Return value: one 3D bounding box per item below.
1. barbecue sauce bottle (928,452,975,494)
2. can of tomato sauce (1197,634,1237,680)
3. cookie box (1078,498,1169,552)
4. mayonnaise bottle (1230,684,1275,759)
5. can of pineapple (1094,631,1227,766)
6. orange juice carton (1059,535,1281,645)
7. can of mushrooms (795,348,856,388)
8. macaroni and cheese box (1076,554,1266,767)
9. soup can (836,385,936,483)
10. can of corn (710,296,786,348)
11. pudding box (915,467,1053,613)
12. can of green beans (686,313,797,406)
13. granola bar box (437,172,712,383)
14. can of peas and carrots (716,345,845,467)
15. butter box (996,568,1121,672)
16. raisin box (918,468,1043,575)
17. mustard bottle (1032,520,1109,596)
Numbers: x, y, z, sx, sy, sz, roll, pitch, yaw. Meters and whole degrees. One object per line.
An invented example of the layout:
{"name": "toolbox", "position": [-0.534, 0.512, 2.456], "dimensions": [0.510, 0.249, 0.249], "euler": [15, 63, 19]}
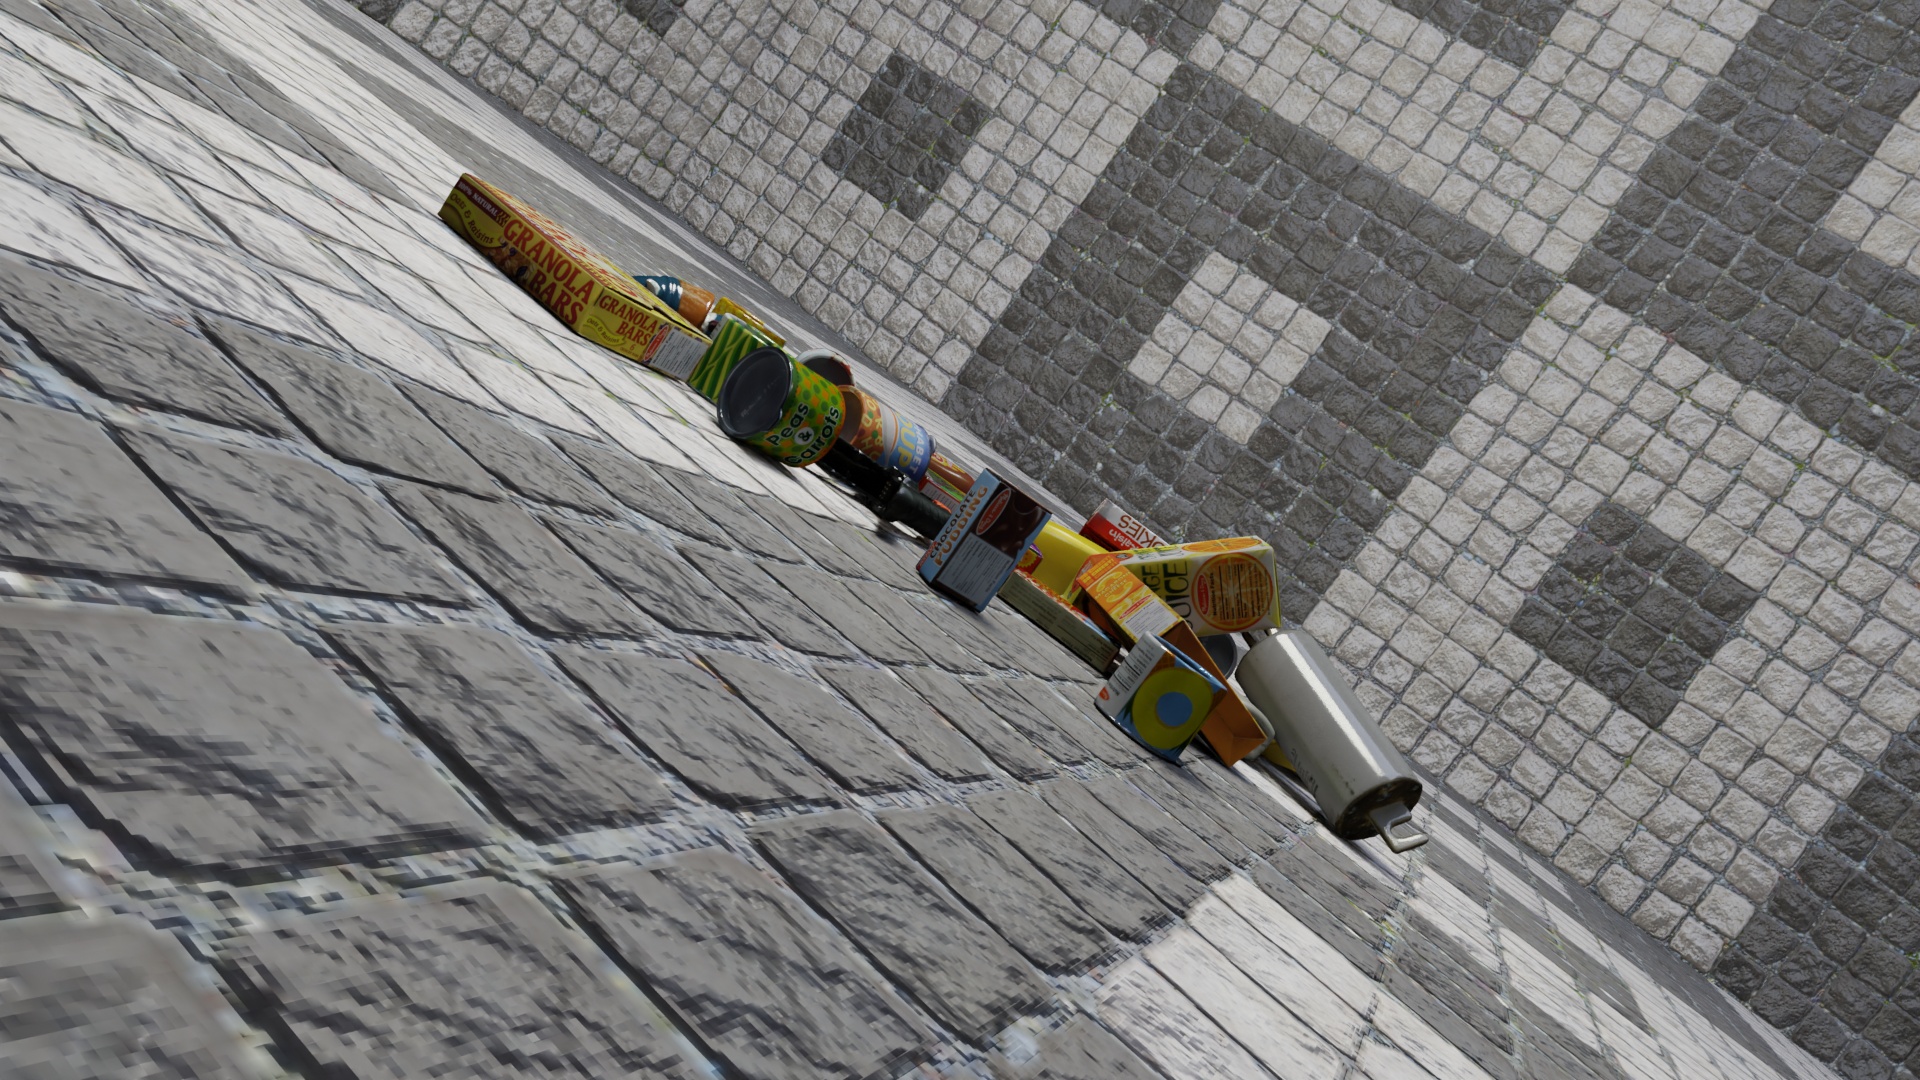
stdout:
{"name": "barbecue sauce bottle", "position": [-0.023, -0.061, 1.358], "dimensions": [0.148, 0.043, 0.065], "euler": [33, 6, -30]}
{"name": "can of tomato sauce", "position": [0.239, 0.110, 1.392], "dimensions": [0.071, 0.071, 0.083], "euler": [36, 5, 4]}
{"name": "cookie box", "position": [0.161, 0.036, 1.352], "dimensions": [0.123, 0.040, 0.167], "euler": [37, -19, 5]}
{"name": "mayonnaise bottle", "position": [0.209, 0.132, 1.178], "dimensions": [0.064, 0.041, 0.148], "euler": [40, 3, -21]}
{"name": "can of pineapple", "position": [0.131, 0.101, 0.895], "dimensions": [0.071, 0.058, 0.071], "euler": [36, 6, -4]}
{"name": "orange juice carton", "position": [0.172, 0.046, 1.201], "dimensions": [0.193, 0.073, 0.072], "euler": [-7, 7, 2]}
{"name": "can of mushrooms", "position": [-0.131, -0.145, 1.310], "dimensions": [0.071, 0.071, 0.033], "euler": [34, 6, -15]}
{"name": "macaroni and cheese box", "position": [0.160, 0.089, 1.079], "dimensions": [0.123, 0.040, 0.167], "euler": [53, 0, -21]}
{"name": "soup can", "position": [-0.072, -0.079, 1.099], "dimensions": [0.083, 0.071, 0.071], "euler": [28, 9, -48]}
{"name": "can of corn", "position": [-0.188, -0.161, 1.147], "dimensions": [0.071, 0.058, 0.071], "euler": [35, 5, -4]}
{"name": "pudding box", "position": [0.016, 0.000, 0.911], "dimensions": [0.049, 0.083, 0.030], "euler": [32, 6, -31]}
{"name": "can of green beans", "position": [-0.162, -0.126, 1.026], "dimensions": [0.071, 0.057, 0.071], "euler": [35, 6, -4]}
{"name": "granola bar box", "position": [-0.268, -0.183, 0.971], "dimensions": [0.166, 0.039, 0.124], "euler": [38, 7, 25]}
{"name": "can of peas and carrots", "position": [-0.119, -0.087, 0.933], "dimensions": [0.071, 0.071, 0.058], "euler": [41, 7, 41]}
{"name": "butter box", "position": [0.077, 0.060, 1.071], "dimensions": [0.103, 0.024, 0.053], "euler": [37, 5, 7]}
{"name": "raisin box", "position": [0.004, -0.015, 1.176], "dimensions": [0.123, 0.040, 0.086], "euler": [35, 5, -17]}
{"name": "mustard bottle", "position": [0.081, 0.012, 1.274], "dimensions": [0.160, 0.065, 0.049], "euler": [35, 8, 9]}
